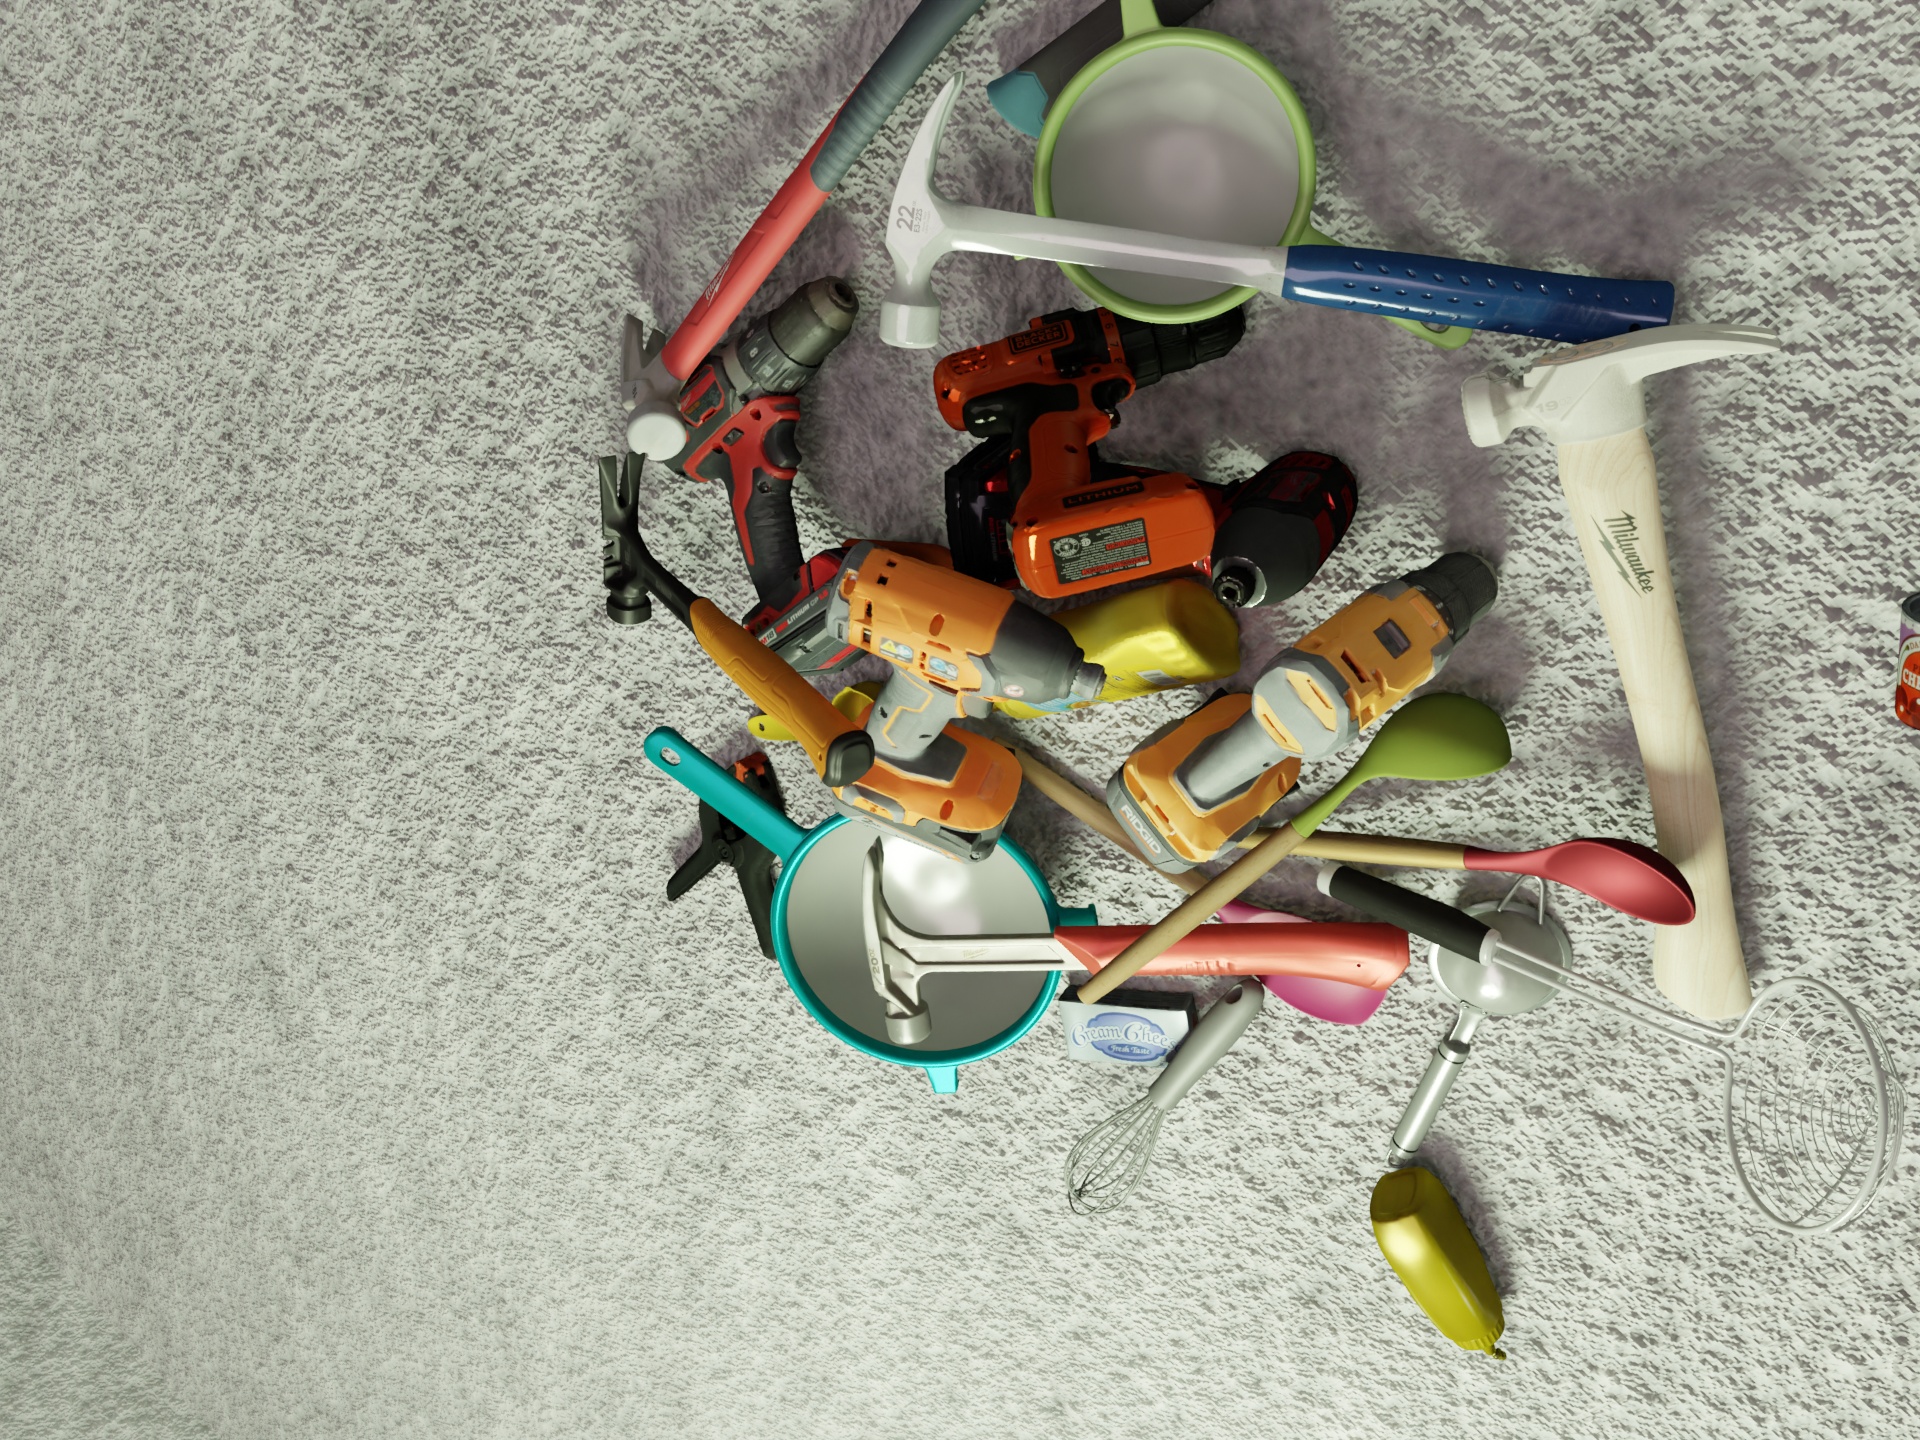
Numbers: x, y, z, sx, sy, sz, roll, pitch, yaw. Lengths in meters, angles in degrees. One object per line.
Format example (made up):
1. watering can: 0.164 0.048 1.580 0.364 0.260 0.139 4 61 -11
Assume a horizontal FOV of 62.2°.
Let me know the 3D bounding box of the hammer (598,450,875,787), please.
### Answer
1. hammer: -0.152 -0.059 1.018 0.337 0.034 0.127 39 135 44

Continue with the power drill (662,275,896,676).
1. power drill: -0.104 -0.159 1.047 0.188 0.080 0.227 -33 75 37

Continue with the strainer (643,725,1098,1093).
1. strainer: -0.075 0.100 1.153 0.340 0.095 0.211 37 113 -2

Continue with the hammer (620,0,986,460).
1. hammer: -0.096 -0.337 0.983 0.038 0.143 0.386 25 124 -33

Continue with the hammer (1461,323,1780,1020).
1. hammer: 0.391 -0.010 0.862 0.146 0.038 0.410 -9 115 28

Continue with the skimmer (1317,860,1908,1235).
1. skimmer: 0.339 0.156 0.894 0.364 0.090 0.127 24 111 43

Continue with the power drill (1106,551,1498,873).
1. power drill: 0.203 -0.011 0.933 0.084 0.185 0.226 52 146 7

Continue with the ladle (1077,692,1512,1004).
1. ladle: 0.197 0.091 0.983 0.062 0.078 0.320 46 113 -4

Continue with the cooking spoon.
1. cooking spoon: 0.150 0.104 1.093 0.319 0.017 0.068 35 120 10

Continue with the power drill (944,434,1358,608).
1. power drill: 0.108 -0.116 0.931 0.220 0.143 0.078 11 126 27

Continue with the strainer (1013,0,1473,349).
1. strainer: 0.165 -0.276 0.876 0.256 0.069 0.151 27 116 -3

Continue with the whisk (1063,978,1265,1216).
1. whisk: 0.143 0.268 1.127 0.055 0.055 0.239 37 116 9

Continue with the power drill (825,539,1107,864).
1. power drill: -0.002 -0.003 0.980 0.164 0.084 0.226 21 146 8

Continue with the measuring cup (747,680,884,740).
1. measuring cup: -0.101 -0.001 1.188 0.156 0.029 0.062 -1 113 43

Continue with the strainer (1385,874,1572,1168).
1. strainer: 0.325 0.209 1.033 0.087 0.050 0.258 17 125 6

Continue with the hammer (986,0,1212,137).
1. hammer: 0.148 -0.407 0.831 0.331 0.033 0.128 -24 101 36

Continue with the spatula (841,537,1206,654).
1. spatula: 0.068 -0.093 1.027 0.323 0.041 0.081 -3 99 30

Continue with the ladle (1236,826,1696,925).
1. ladle: 0.284 0.083 0.966 0.315 0.031 0.069 3 141 43

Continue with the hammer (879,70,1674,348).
1. hammer: 0.160 -0.243 0.833 0.405 0.035 0.144 10 116 7

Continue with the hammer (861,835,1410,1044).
1. hammer: 0.112 0.145 1.060 0.359 0.037 0.149 -3 109 13
